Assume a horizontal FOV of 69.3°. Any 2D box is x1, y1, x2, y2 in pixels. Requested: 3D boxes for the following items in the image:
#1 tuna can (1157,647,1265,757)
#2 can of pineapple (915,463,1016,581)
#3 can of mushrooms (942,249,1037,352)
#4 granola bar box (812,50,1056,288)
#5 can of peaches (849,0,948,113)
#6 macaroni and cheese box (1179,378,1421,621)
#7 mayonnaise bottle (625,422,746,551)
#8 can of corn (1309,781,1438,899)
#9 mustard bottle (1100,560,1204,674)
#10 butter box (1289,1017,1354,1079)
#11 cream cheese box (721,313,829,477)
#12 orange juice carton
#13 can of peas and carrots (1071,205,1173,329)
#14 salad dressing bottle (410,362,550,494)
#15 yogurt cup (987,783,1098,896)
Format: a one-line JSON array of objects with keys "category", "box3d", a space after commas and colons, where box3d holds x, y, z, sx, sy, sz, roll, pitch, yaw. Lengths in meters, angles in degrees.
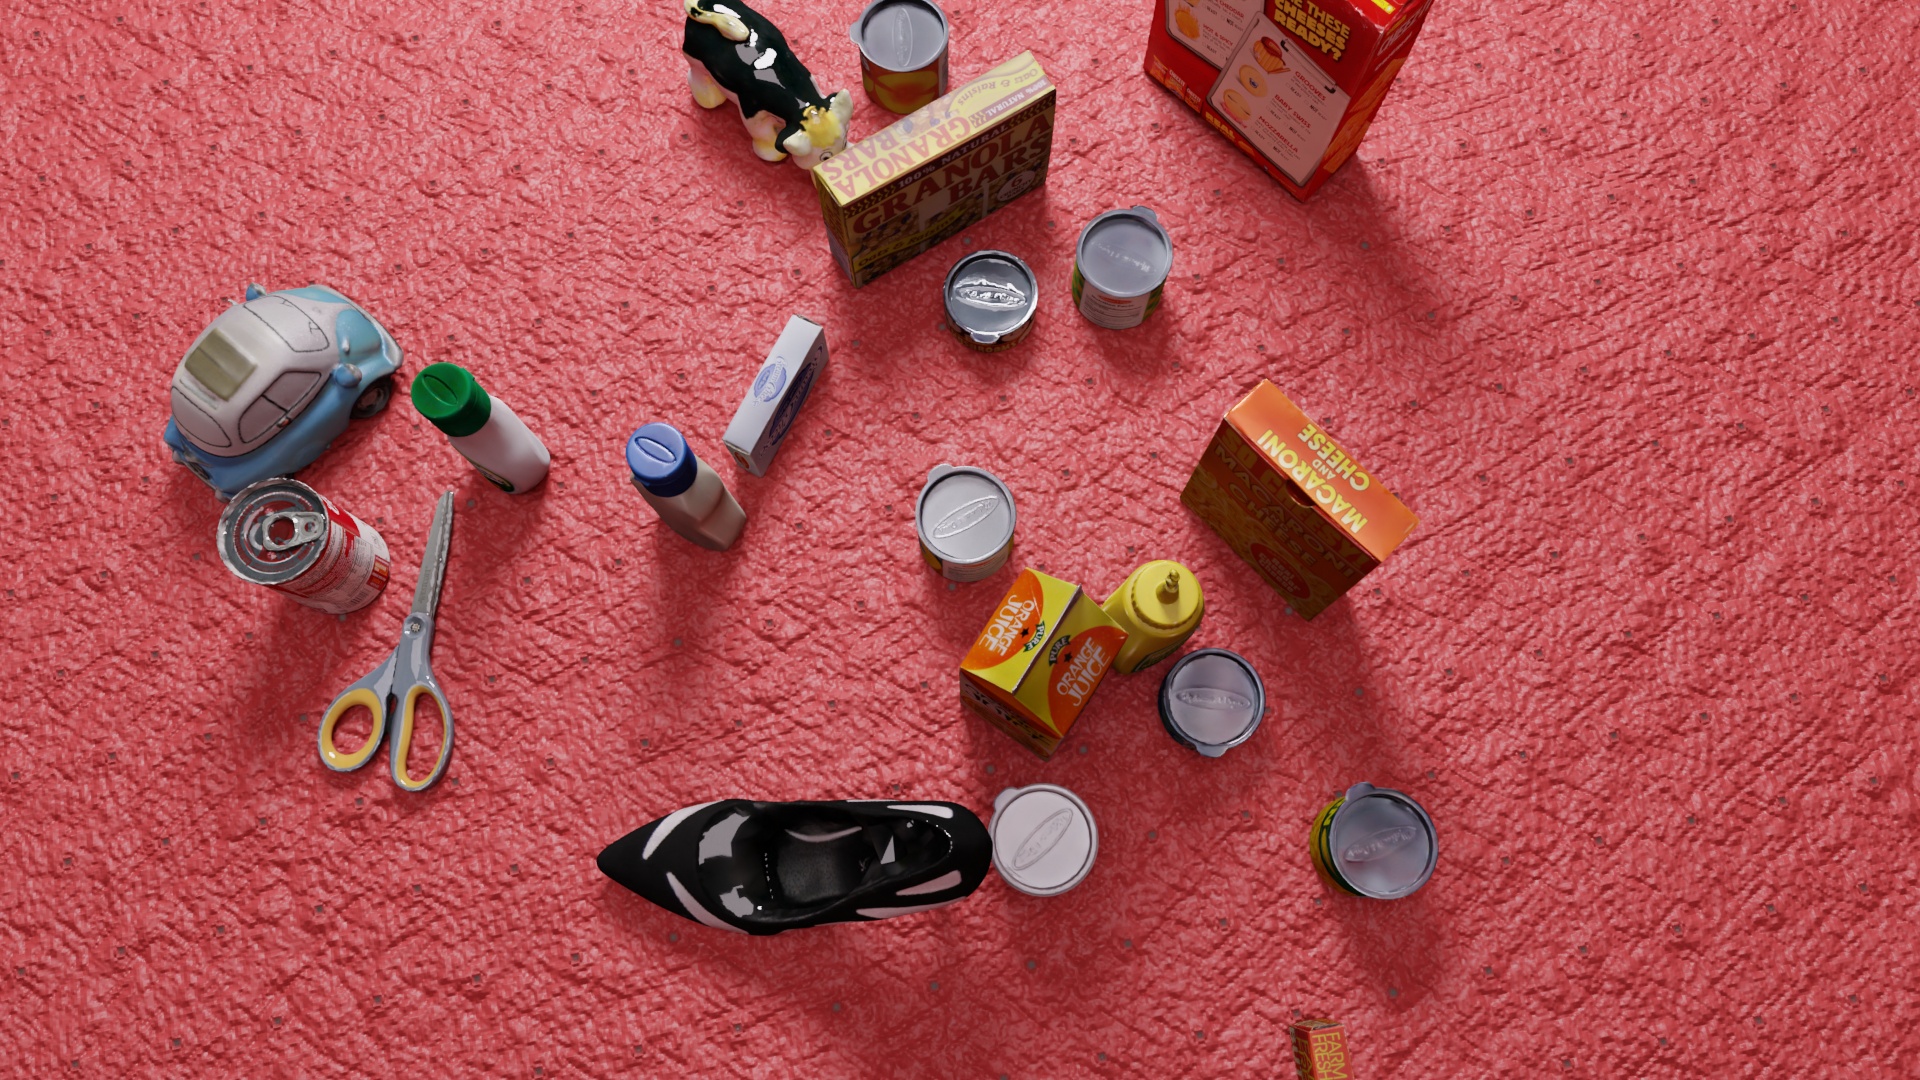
[{"category": "tuna can", "box3d": [0.163, 0.107, 0.904, 0.071, 0.032, 0.071, 0, 75, 0]}, {"category": "can of pineapple", "box3d": [0.003, -0.012, 0.923, 0.071, 0.057, 0.071, 0, 75, 0]}, {"category": "can of mushrooms", "box3d": [0.020, -0.166, 0.978, 0.071, 0.033, 0.071, 0, 75, 0]}, {"category": "granola bar box", "box3d": [-0.015, -0.251, 0.954, 0.166, 0.124, 0.039, -31, 77, -8]}, {"category": "can of peaches", "box3d": [-0.044, -0.356, 1.016, 0.071, 0.058, 0.071, 0, 75, 0]}, {"category": "macaroni and cheese box", "box3d": [0.205, -0.019, 0.869, 0.040, 0.166, 0.124, -43, 79, -10]}, {"category": "mayonnaise bottle", "box3d": [-0.177, -0.035, 0.883, 0.065, 0.147, 0.041, 29, 78, 7]}, {"category": "can of corn", "box3d": [0.256, 0.188, 0.869, 0.071, 0.058, 0.071, 0, 75, 0]}, {"category": "mustard bottle", "box3d": [0.119, 0.044, 0.855, 0.065, 0.160, 0.049, -31, 77, -7]}, {"category": "butter box", "box3d": [0.222, 0.342, 0.830, 0.024, 0.053, 0.103, -7, 75, -1]}, {"category": "cream cheese box", "box3d": [-0.125, -0.098, 0.949, 0.024, 0.053, 0.104, 26, 77, 7]}, {"category": "orange juice carton", "box3d": [0.047, 0.075, 0.830, 0.073, 0.192, 0.072, 33, 78, 8]}, {"category": "can of peas and carrots", "box3d": [0.113, -0.191, 0.971, 0.071, 0.058, 0.071, 0, 75, 0]}, {"category": "salad dressing bottle", "box3d": [-0.308, -0.072, 0.894, 0.064, 0.147, 0.044, 40, 79, 10]}, {"category": "yogurt cup", "box3d": [0.051, 0.188, 0.871, 0.072, 0.054, 0.072, 0, 75, 0]}]
